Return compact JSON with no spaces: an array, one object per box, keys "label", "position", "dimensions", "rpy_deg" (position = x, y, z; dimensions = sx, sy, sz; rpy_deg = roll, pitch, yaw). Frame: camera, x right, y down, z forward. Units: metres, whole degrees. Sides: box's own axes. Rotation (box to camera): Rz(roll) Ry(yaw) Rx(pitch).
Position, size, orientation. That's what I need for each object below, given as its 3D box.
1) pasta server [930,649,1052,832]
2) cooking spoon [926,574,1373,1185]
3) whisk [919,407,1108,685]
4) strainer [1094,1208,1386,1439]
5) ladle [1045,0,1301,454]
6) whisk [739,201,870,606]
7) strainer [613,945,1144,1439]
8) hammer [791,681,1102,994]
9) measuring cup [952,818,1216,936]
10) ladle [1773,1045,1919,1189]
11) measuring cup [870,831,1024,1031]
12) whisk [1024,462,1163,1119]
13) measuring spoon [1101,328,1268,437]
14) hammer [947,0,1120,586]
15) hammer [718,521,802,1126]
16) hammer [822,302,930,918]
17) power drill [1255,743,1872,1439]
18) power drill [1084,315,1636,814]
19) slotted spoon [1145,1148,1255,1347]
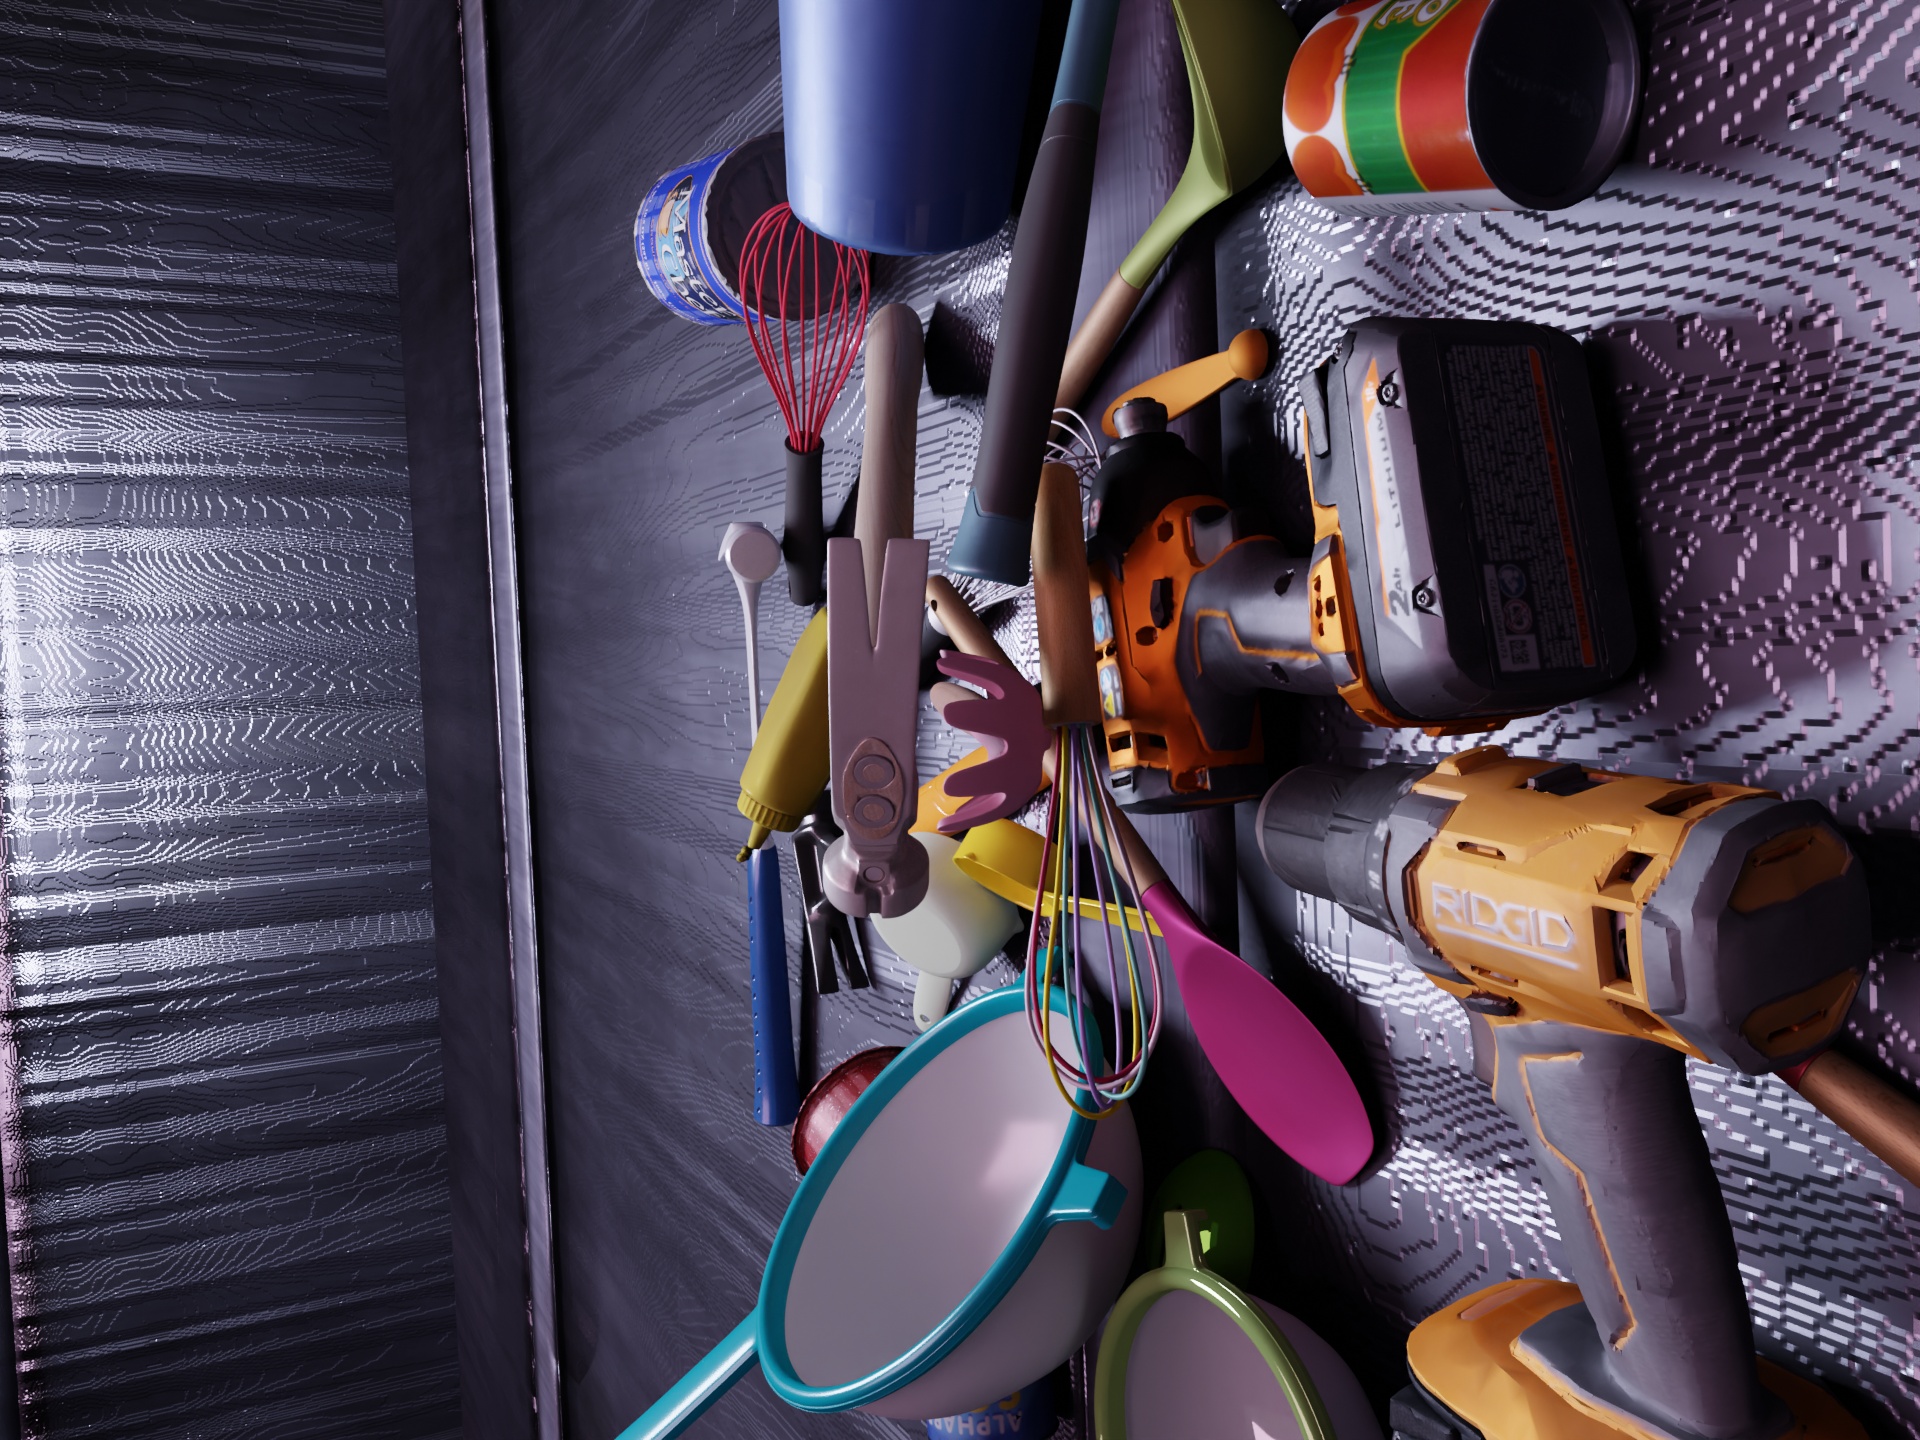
[{"label":"pasta server","position":[-0.001,-0.002,0.647],"dimensions":[0.316,0.040,0.060],"rpy_deg":[-143,53,-83]},{"label":"cooking spoon","position":[0.067,0.050,0.661],"dimensions":[0.319,0.017,0.068],"rpy_deg":[55,146,29]},{"label":"whisk","position":[0.007,-0.067,0.779],"dimensions":[0.284,0.070,0.070],"rpy_deg":[139,123,-62]},{"label":"strainer","position":[0.139,0.299,0.548],"dimensions":[0.257,0.069,0.151],"rpy_deg":[46,131,50]},{"label":"ladle","position":[0.052,-0.172,0.676],"dimensions":[0.320,0.062,0.078],"rpy_deg":[126,140,-55]},{"label":"whisk","position":[-0.090,-0.174,0.914],"dimensions":[0.295,0.073,0.073],"rpy_deg":[97,154,-48]},{"label":"strainer","position":[-0.032,0.272,0.727],"dimensions":[0.340,0.095,0.211],"rpy_deg":[-45,17,13]},{"label":"hammer","position":[-0.017,0.059,0.859],"dimensions":[0.337,0.034,0.127],"rpy_deg":[-36,61,59]},{"label":"measuring cup","position":[0.059,0.072,0.715],"dimensions":[0.157,0.062,0.029],"rpy_deg":[8,65,49]},{"label":"ladle","position":[0.233,0.102,0.390],"dimensions":[0.316,0.031,0.069],"rpy_deg":[45,141,50]},{"label":"measuring cup","position":[-0.018,0.128,0.838],"dimensions":[0.083,0.038,0.167],"rpy_deg":[28,138,17]},{"label":"whisk","position":[0.042,0.023,0.590],"dimensions":[0.051,0.047,0.245],"rpy_deg":[150,117,-71]},{"label":"measuring spoon","position":[0.087,-0.137,0.656],"dimensions":[0.117,0.011,0.021],"rpy_deg":[-12,83,63]},{"label":"hammer","position":[0.040,-0.209,0.592],"dimensions":[0.128,0.033,0.331],"rpy_deg":[151,130,-81]},{"label":"hammer","position":[-0.132,0.070,1.058],"dimensions":[0.144,0.035,0.405],"rpy_deg":[-134,42,-75]},{"label":"hammer","position":[-0.031,-0.104,0.690],"dimensions":[0.411,0.038,0.146],"rpy_deg":[-92,4,-55]},{"label":"power drill","position":[0.157,0.117,0.443],"dimensions":[0.185,0.084,0.226],"rpy_deg":[12,114,64]},{"label":"power drill","position":[0.111,-0.059,0.549],"dimensions":[0.226,0.084,0.164],"rpy_deg":[157,107,-66]},{"label":"slotted spoon","position":[0.087,0.330,0.699],"dimensions":[0.070,0.031,0.313],"rpy_deg":[-136,47,-62]}]
